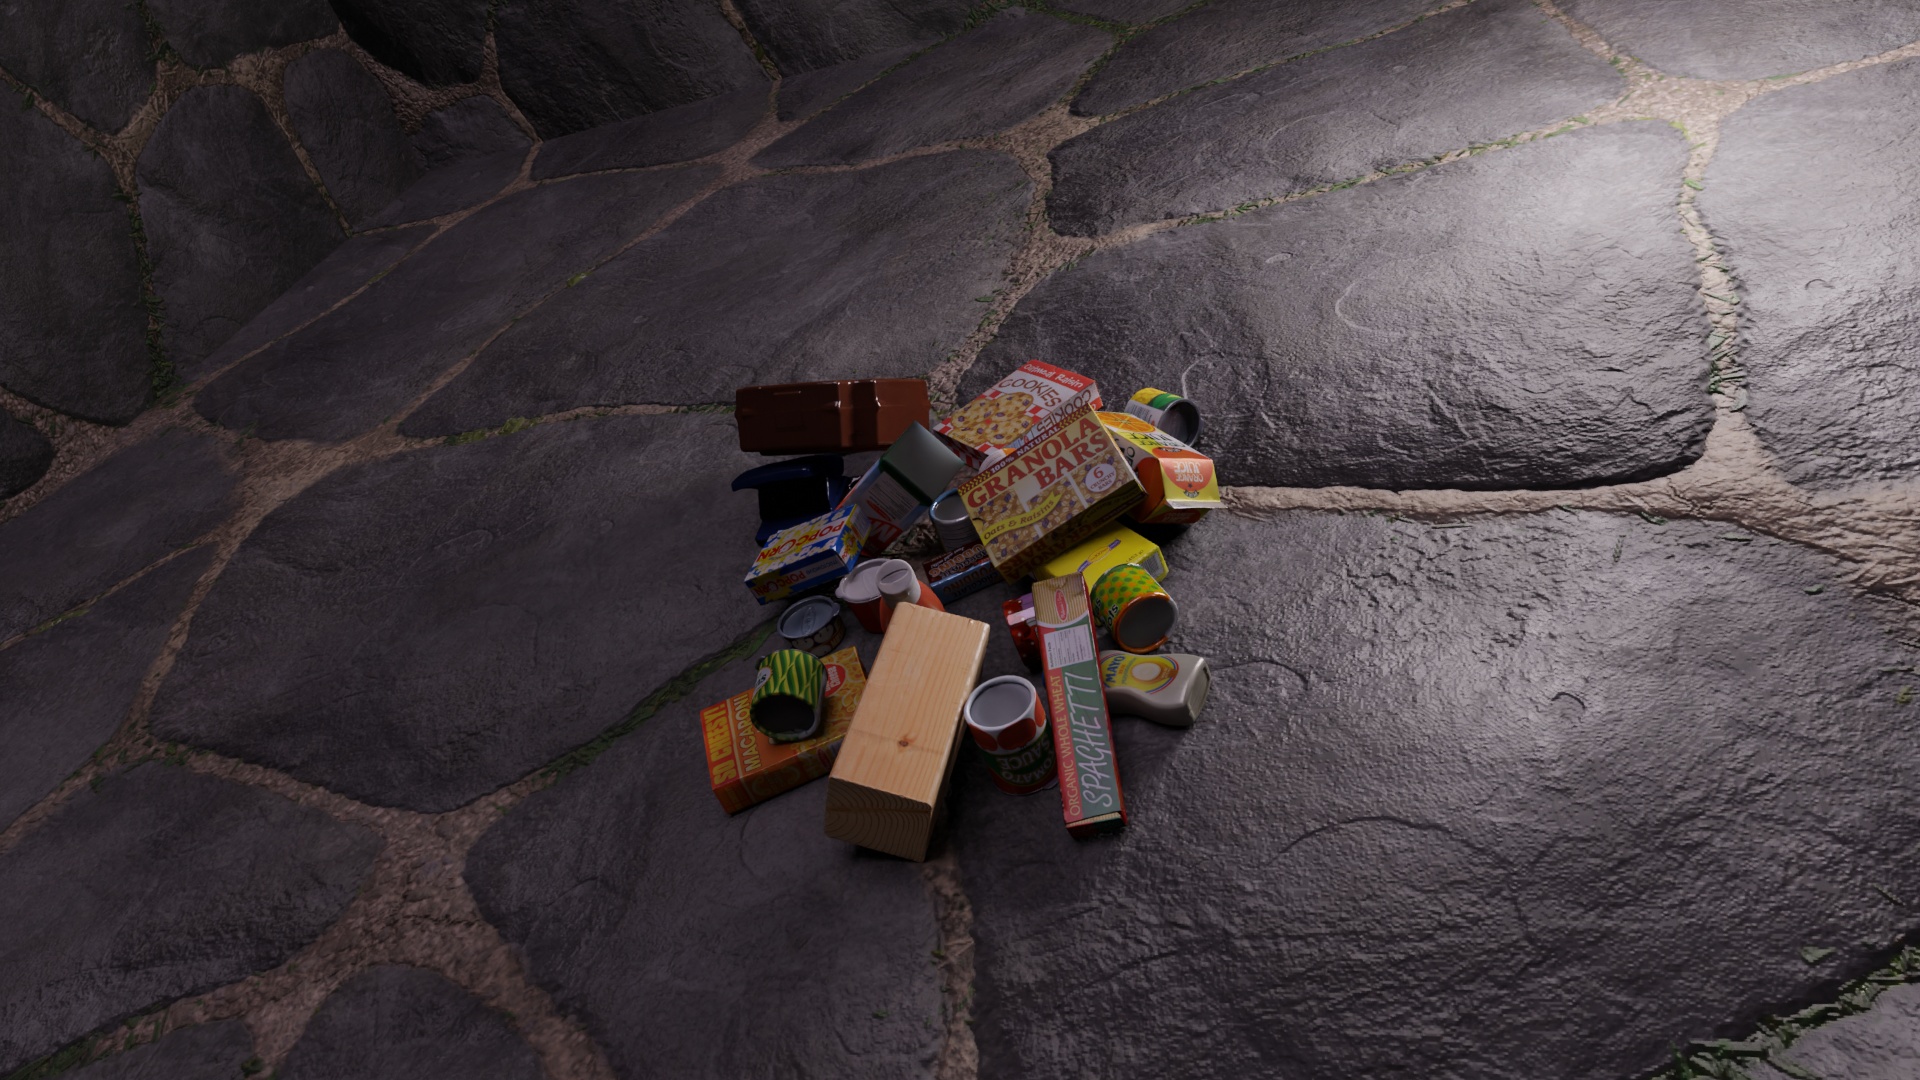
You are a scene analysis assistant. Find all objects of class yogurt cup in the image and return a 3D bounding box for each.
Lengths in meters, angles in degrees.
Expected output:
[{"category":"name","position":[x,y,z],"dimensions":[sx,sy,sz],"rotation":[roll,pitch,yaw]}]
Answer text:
[{"category":"yogurt cup","position":[-0.086,0.060,1.453],"dimensions":[0.072,0.053,0.073],"rotation":[-15,35,11]}]

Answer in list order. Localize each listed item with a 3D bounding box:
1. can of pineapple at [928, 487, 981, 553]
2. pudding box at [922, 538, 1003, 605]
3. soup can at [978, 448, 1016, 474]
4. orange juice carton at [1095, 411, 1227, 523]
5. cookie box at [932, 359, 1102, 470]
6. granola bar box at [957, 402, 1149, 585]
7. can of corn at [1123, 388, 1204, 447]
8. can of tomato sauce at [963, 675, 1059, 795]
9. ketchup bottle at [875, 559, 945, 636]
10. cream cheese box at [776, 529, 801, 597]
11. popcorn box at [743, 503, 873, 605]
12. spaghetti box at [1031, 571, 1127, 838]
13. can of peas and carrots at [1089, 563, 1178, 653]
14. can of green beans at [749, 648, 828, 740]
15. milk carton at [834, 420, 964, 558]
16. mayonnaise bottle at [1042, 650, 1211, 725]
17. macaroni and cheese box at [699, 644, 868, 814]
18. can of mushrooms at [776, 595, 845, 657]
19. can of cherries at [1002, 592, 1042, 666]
[{"category":"can of pineapple","position":[0.005,-0.019,1.506],"dimensions":[0.071,0.057,0.071],"rotation":[-15,34,11]},{"category":"pudding box","position":[0.006,0.031,1.462],"dimensions":[0.084,0.030,0.050],"rotation":[-23,35,-1]},{"category":"soup can","position":[0.064,-0.054,1.519],"dimensions":[0.071,0.071,0.084],"rotation":[-25,33,-4]},{"category":"orange juice carton","position":[0.192,-0.070,1.437],"dimensions":[0.072,0.072,0.193],"rotation":[1,23,-30]},{"category":"cookie box","position":[0.068,-0.149,1.666],"dimensions":[0.168,0.040,0.123],"rotation":[-36,36,-20]},{"category":"granola bar box","position":[0.090,-0.049,1.402],"dimensions":[0.165,0.039,0.125],"rotation":[-33,47,8]},{"category":"can of corn","position":[0.223,-0.131,1.533],"dimensions":[0.071,0.071,0.058],"rotation":[-37,36,-21]},{"category":"can of tomato sauce","position":[0.047,0.169,1.201],"dimensions":[0.071,0.082,0.071],"rotation":[-15,35,11]},{"category":"ketchup bottle","position":[-0.050,0.067,1.339],"dimensions":[0.065,0.148,0.044],"rotation":[-25,62,-4]},{"category":"cream cheese box","position":[-0.196,0.025,1.590],"dimensions":[0.053,0.024,0.104],"rotation":[-8,37,20]},{"category":"popcorn box","position":[-0.164,0.015,1.500],"dimensions":[0.126,0.038,0.085],"rotation":[-20,29,29]},{"category":"spaghetti box","position":[0.101,0.138,1.205],"dimensions":[0.050,0.028,0.251],"rotation":[-15,50,11]},{"category":"can of peas and carrots","position":[0.160,0.064,1.297],"dimensions":[0.071,0.070,0.059],"rotation":[-27,35,-7]},{"category":"can of green beans","position":[-0.160,0.144,1.294],"dimensions":[0.071,0.071,0.058],"rotation":[-13,37,14]},{"category":"milk carton","position":[-0.081,-0.046,1.537],"dimensions":[0.073,0.073,0.189],"rotation":[-53,7,-38]},{"category":"mayonnaise bottle","position":[0.145,0.127,1.241],"dimensions":[0.148,0.041,0.065],"rotation":[4,47,32]},{"category":"macaroni and cheese box","position":[-0.161,0.181,1.340],"dimensions":[0.166,0.040,0.124],"rotation":[-23,34,-2]},{"category":"can of mushrooms","position":[-0.155,0.092,1.466],"dimensions":[0.071,0.033,0.071],"rotation":[-15,34,11]},{"category":"can of cherries","position":[0.078,0.081,1.319],"dimensions":[0.058,0.071,0.072],"rotation":[-20,34,4]}]
